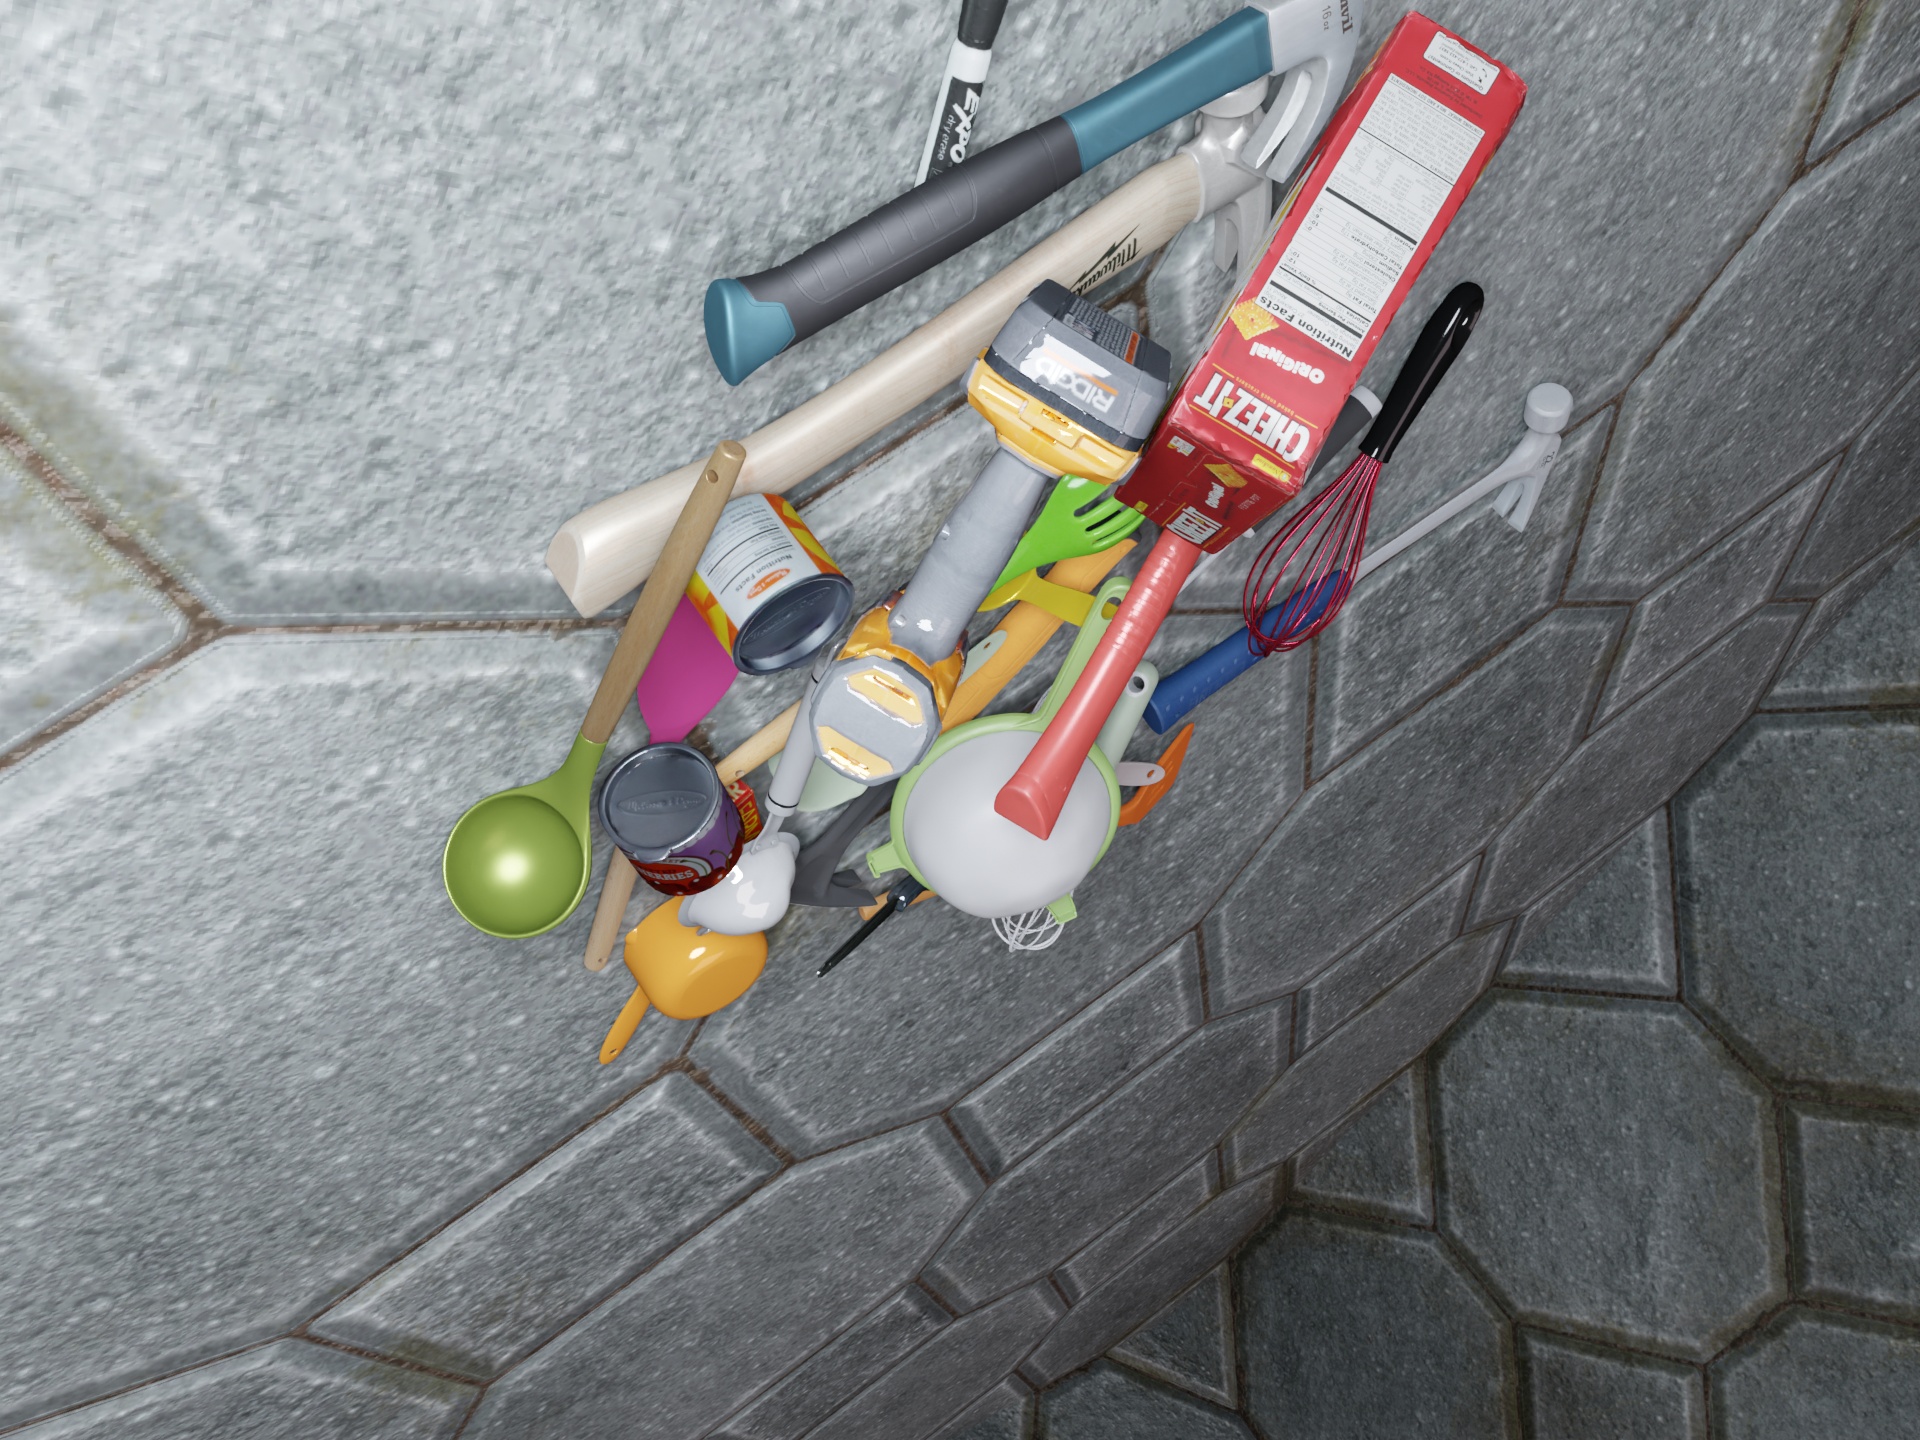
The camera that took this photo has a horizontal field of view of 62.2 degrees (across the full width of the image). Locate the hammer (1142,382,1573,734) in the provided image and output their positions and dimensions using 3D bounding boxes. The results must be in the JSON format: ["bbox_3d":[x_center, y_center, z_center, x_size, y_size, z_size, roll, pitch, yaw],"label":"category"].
[{"bbox_3d":[0.308,-0.111,1.241,0.405,0.035,0.144,-33,151,-11],"label":"hammer"}]

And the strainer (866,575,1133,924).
[{"bbox_3d":[0.053,0.033,0.983,0.151,0.069,0.256,17,118,-17],"label":"strainer"}]

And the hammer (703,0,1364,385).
[{"bbox_3d":[0.035,-0.242,0.683,0.331,0.033,0.128,-32,138,-8],"label":"hammer"}]

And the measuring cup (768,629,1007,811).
[{"bbox_3d":[-0.046,-0.012,0.968,0.167,0.038,0.083,-39,151,-6],"label":"measuring cup"}]

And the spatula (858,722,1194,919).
[{"bbox_3d":[0.061,0.087,1.248,0.322,0.041,0.081,-20,144,-25],"label":"spatula"}]

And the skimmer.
[{"bbox_3d":[0.170,-0.068,1.084,0.363,0.090,0.127,-46,-179,6],"label":"skimmer"}]

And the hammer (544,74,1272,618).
[{"bbox_3d":[-0.015,-0.170,0.781,0.410,0.038,0.146,-34,152,-8],"label":"hammer"}]

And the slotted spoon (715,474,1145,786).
[{"bbox_3d":[-0.013,-0.056,0.900,0.314,0.031,0.070,-35,138,6],"label":"slotted spoon"}]

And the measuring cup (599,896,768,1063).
[{"bbox_3d":[-0.191,0.187,1.059,0.095,0.052,0.173,1,130,-50],"label":"measuring cup"}]

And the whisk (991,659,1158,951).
[{"bbox_3d":[0.088,0.066,1.184,0.246,0.058,0.059,-66,167,14],"label":"whisk"}]

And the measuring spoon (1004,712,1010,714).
[{"bbox_3d":[0.041,0.034,1.146,0.042,0.021,0.128,-33,152,-12],"label":"measuring spoon"}]

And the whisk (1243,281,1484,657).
[{"bbox_3d":[0.278,-0.168,1.108,0.073,0.073,0.295,-3,128,-47],"label":"whisk"}]

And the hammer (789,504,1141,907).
[{"bbox_3d":[-0.002,-0.003,1.033,0.337,0.034,0.127,-48,149,15],"label":"hammer"}]

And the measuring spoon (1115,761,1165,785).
[{"bbox_3d":[0.112,0.037,1.224,0.124,0.018,0.034,6,116,-42],"label":"measuring spoon"}]

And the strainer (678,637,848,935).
[{"bbox_3d":[-0.105,0.054,0.916,0.087,0.050,0.258,-19,144,-43],"label":"strainer"}]

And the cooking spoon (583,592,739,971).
[{"bbox_3d":[-0.178,0.040,0.905,0.068,0.017,0.318,-15,142,-40],"label":"cooking spoon"}]

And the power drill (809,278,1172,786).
[{"bbox_3d":[0.011,-0.093,0.763,0.226,0.084,0.185,-58,-176,22],"label":"power drill"}]

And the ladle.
[{"bbox_3d":[-0.174,-0.006,0.760,0.320,0.078,0.062,-55,172,37],"label":"ladle"}]

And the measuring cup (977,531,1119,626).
[{"bbox_3d":[0.047,-0.083,0.953,0.156,0.029,0.062,18,119,-44],"label":"measuring cup"}]

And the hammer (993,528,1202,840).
[{"bbox_3d":[0.126,-0.094,0.912,0.359,0.037,0.149,-60,157,1],"label":"hammer"}]
